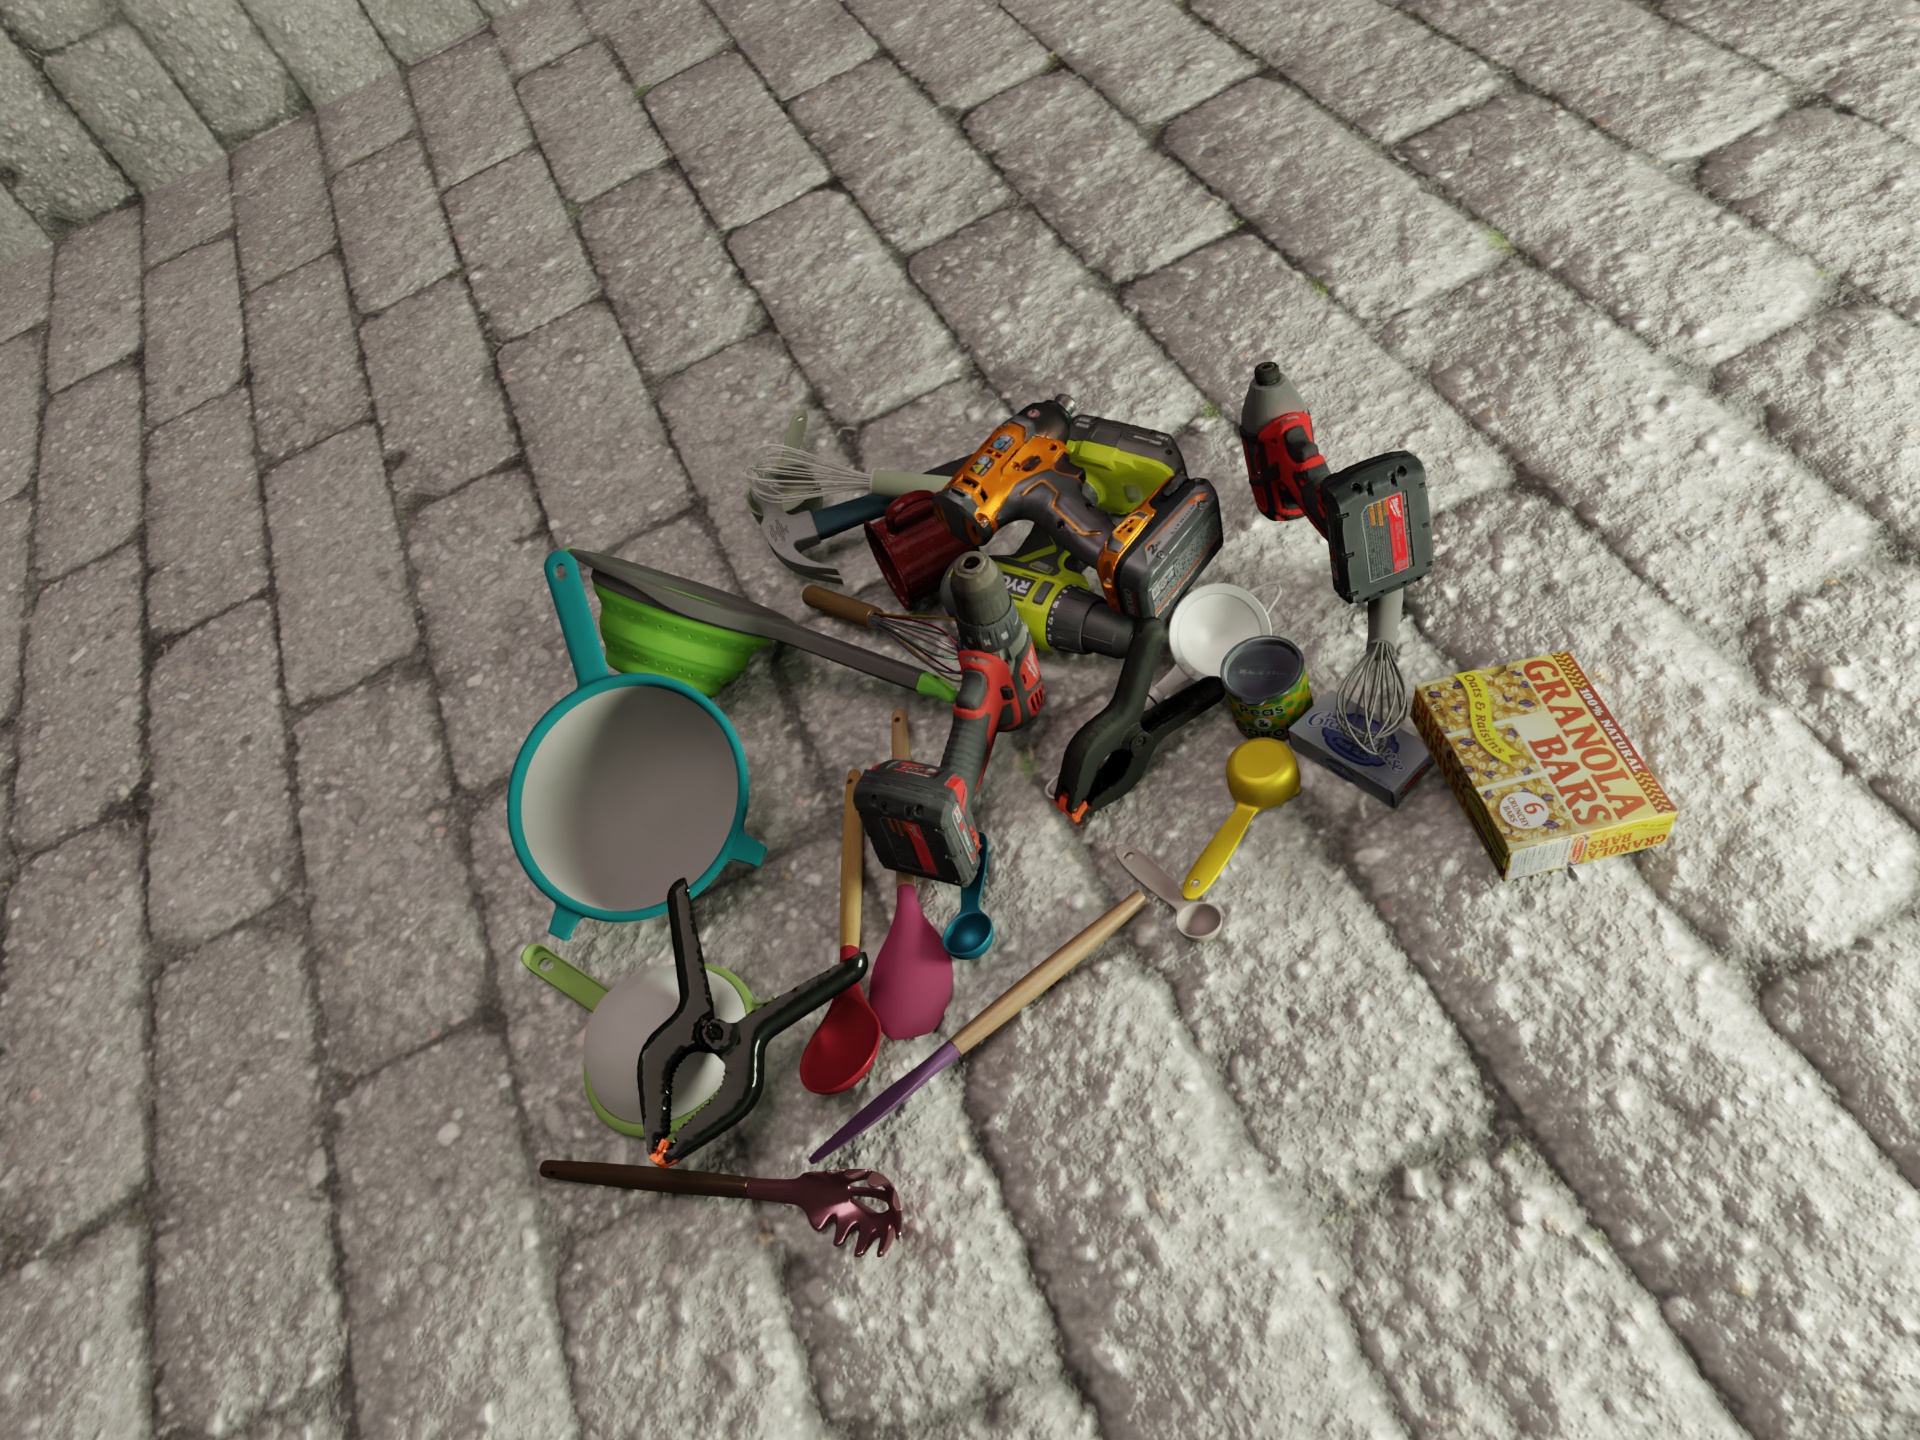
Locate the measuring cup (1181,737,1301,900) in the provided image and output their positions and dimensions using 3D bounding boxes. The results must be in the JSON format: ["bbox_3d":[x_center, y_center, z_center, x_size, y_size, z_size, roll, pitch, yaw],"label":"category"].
[{"bbox_3d":[0.208,0.072,1.214,0.062,0.029,0.156,17,54,33],"label":"measuring cup"}]

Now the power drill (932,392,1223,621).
[{"bbox_3d":[0.109,-0.191,1.355,0.227,0.084,0.164,30,70,28],"label":"power drill"}]

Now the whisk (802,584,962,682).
[{"bbox_3d":[-0.065,-0.084,1.456,0.051,0.047,0.245,-29,35,-35],"label":"whisk"}]

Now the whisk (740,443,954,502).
[{"bbox_3d":[-0.091,-0.229,1.524,0.246,0.057,0.059,7,23,7],"label":"whisk"}]

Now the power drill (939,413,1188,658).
[{"bbox_3d":[0.114,-0.157,1.424,0.191,0.080,0.228,19,64,30],"label":"power drill"}]

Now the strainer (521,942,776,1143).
[{"bbox_3d":[-0.278,0.225,1.269,0.256,0.069,0.151,23,64,34],"label":"strainer"}]

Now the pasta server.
[{"bbox_3d":[-0.179,0.341,1.154,0.316,0.060,0.040,-2,11,24],"label":"pasta server"}]

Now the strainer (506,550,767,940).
[{"bbox_3d":[-0.293,0.015,1.382,0.211,0.095,0.341,-22,73,4],"label":"strainer"}]

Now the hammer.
[{"bbox_3d":[-0.034,-0.229,1.554,0.331,0.033,0.128,-19,67,1],"label":"hammer"}]

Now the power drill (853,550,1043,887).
[{"bbox_3d":[-0.002,-0.004,1.263,0.080,0.187,0.227,11,56,22],"label":"power drill"}]

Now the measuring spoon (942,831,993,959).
[{"bbox_3d":[0.013,0.141,1.260,0.042,0.021,0.129,-15,39,20],"label":"measuring spoon"}]

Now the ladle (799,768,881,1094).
[{"bbox_3d":[-0.090,0.162,1.274,0.069,0.031,0.316,-19,45,19],"label":"ladle"}]

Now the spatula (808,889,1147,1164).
[{"bbox_3d":[0.016,0.225,1.172,0.316,0.060,0.018,-37,89,-14],"label":"spatula"}]

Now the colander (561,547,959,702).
[{"bbox_3d":[-0.190,-0.052,1.448,0.397,0.204,0.094,20,96,17],"label":"colander"}]

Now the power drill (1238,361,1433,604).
[{"bbox_3d":[0.298,-0.202,1.314,0.078,0.143,0.220,-22,36,-5],"label":"power drill"}]

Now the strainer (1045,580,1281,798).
[{"bbox_3d":[0.164,-0.025,1.316,0.258,0.050,0.087,-42,92,-7],"label":"strainer"}]

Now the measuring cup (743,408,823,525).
[{"bbox_3d":[-0.173,-0.258,1.653,0.083,0.038,0.168,-7,48,17],"label":"measuring cup"}]

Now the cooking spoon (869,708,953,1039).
[{"bbox_3d":[-0.046,0.116,1.299,0.069,0.017,0.319,-14,49,11],"label":"cooking spoon"}]

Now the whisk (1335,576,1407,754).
[{"bbox_3d":[0.327,-0.058,1.250,0.055,0.055,0.239,-2,38,21],"label":"whisk"}]

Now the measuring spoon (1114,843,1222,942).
[{"bbox_3d":[0.155,0.132,1.209,0.034,0.018,0.124,-29,40,-15],"label":"measuring spoon"}]
